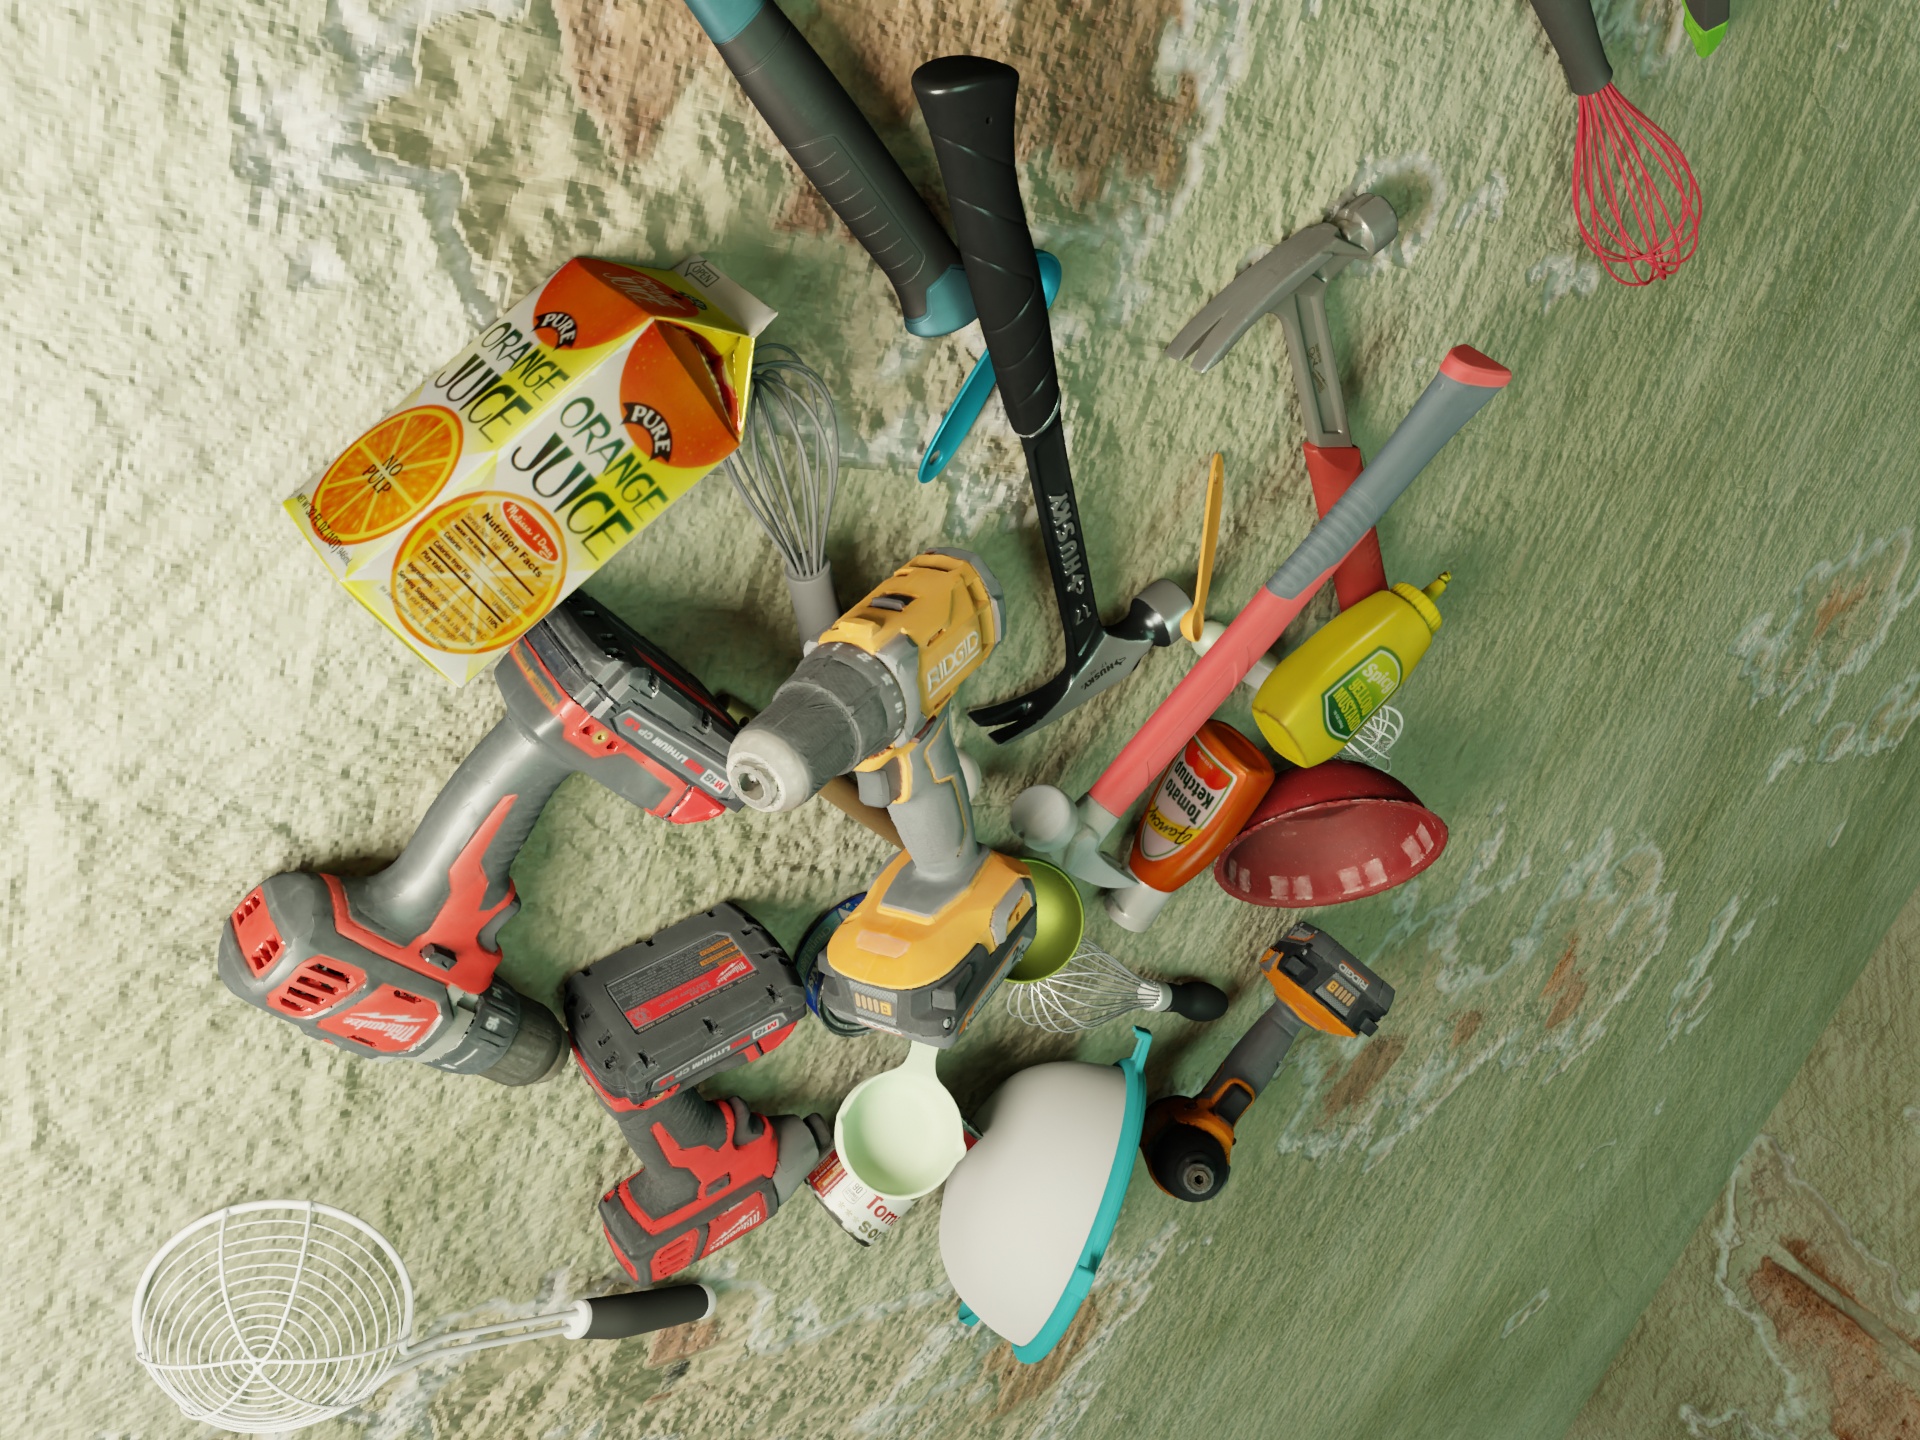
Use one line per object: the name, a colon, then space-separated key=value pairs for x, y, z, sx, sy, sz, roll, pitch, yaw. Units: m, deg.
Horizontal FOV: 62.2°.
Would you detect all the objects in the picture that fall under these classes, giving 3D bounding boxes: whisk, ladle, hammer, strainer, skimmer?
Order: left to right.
skimmer: x=-0.272 y=0.321 z=0.890 sx=0.127 sy=0.090 sz=0.363 roll=-58 pitch=149 yaw=5
hammer: x=-0.079 y=-0.261 z=0.616 sx=0.128 sy=0.033 sz=0.330 roll=-48 pitch=140 yaw=-1
whisk: x=-0.071 y=-0.074 z=0.759 sx=0.055 sy=0.055 sz=0.238 roll=-32 pitch=141 yaw=-20
ladle: x=-0.028 y=0.067 z=0.894 sx=0.078 sy=0.062 sz=0.319 roll=-54 pitch=137 yaw=-4
strainer: x=0.023 y=0.351 z=1.123 sx=0.340 sy=0.095 sz=0.211 roll=117 pitch=-4 yaw=-49
hammer: x=0.035 y=-0.136 z=0.777 sx=0.149 sy=0.036 sz=0.408 roll=-37 pitch=144 yaw=-13
whisk: x=0.120 y=0.193 z=1.123 sx=0.284 sy=0.070 sz=0.070 roll=20 pitch=105 yaw=-53
hammer: x=0.189 y=-0.058 z=0.950 sx=0.386 sy=0.038 sz=0.143 roll=-49 pitch=148 yaw=5
whisk: x=0.228 y=-0.017 z=1.066 sx=0.058 sy=0.059 sz=0.246 roll=-35 pitch=142 yaw=27
hammer: x=0.228 y=-0.136 z=0.980 sx=0.149 sy=0.037 sz=0.358 roll=-40 pitch=138 yaw=-11
whisk: x=0.374 y=-0.359 z=0.929 sx=0.073 sy=0.073 sz=0.295 roll=-49 pitch=133 yaw=0

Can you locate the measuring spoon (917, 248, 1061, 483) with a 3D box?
measuring spoon: x=0.006 y=-0.174 z=0.775 sx=0.042 sy=0.021 sz=0.128 roll=-5 pitch=133 yaw=-53

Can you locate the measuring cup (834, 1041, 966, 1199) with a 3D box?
measuring cup: x=-0.029 y=0.211 z=0.987 sx=0.083 sy=0.038 sz=0.168 roll=19 pitch=71 yaw=-11

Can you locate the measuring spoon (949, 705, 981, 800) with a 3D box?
measuring spoon: x=-0.001 y=-0.003 z=0.882 sx=0.018 sy=0.034 sz=0.124 roll=1 pitch=127 yaw=11

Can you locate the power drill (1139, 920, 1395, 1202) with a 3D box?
power drill: x=0.223 y=0.264 z=1.198 sx=0.226 sy=0.084 sz=0.164 roll=-50 pitch=177 yaw=0

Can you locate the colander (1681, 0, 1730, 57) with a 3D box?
colander: x=0.343 y=-0.440 z=0.807 sx=0.094 sy=0.205 sz=0.396 roll=-22 pitch=162 yaw=19

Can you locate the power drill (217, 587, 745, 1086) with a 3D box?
power drill: x=-0.196 y=0.071 z=0.734 sx=0.226 sy=0.080 sz=0.187 roll=-46 pitch=139 yaw=0

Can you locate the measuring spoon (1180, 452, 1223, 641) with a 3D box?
measuring spoon: x=0.138 y=-0.100 z=0.907 sx=0.021 sy=0.011 sz=0.117 roll=38 pitch=58 yaw=-58

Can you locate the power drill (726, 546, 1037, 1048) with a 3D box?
power drill: x=-0.035 y=0.051 z=0.773 sx=0.185 sy=0.084 sz=0.226 roll=-45 pitch=137 yaw=-47

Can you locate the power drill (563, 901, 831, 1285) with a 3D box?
power drill: x=-0.140 y=0.215 z=0.893 sx=0.143 sy=0.079 sz=0.219 roll=-24 pitch=136 yaw=-27
